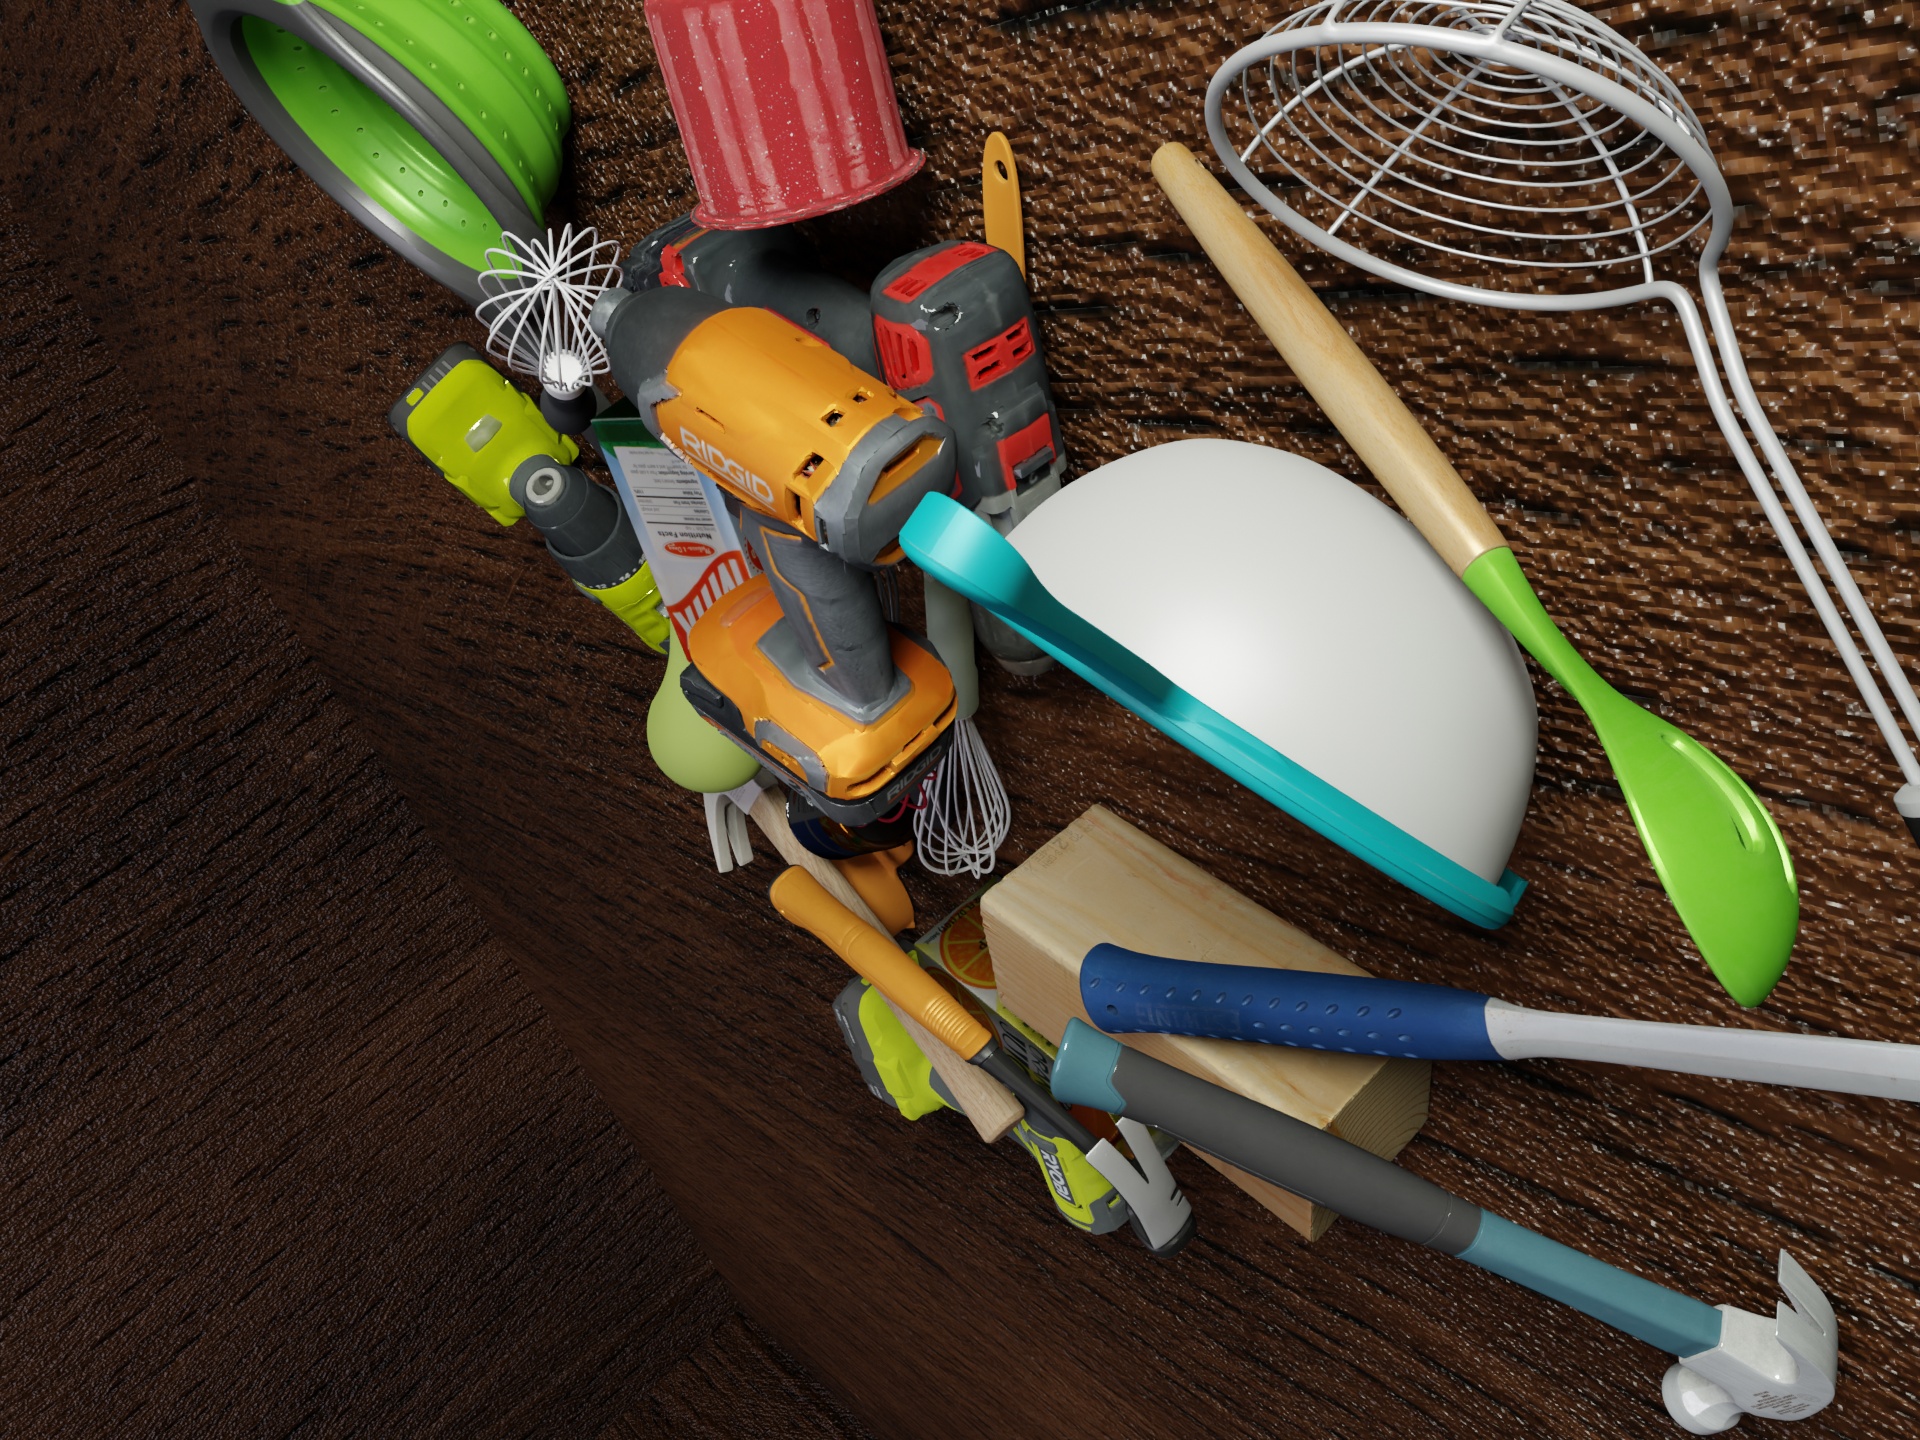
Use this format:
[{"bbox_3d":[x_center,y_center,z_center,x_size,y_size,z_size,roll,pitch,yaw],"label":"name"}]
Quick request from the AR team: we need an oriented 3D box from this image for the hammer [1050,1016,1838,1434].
[{"bbox_3d":[0.189,0.200,0.637,0.331,0.033,0.128,23,146,2],"label":"hammer"}]

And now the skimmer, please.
[{"bbox_3d":[0.187,-0.021,0.392,0.363,0.090,0.127,61,175,0],"label":"skimmer"}]

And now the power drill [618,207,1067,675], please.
[{"bbox_3d":[-0.039,-0.127,0.691,0.227,0.080,0.187,30,147,42],"label":"power drill"}]

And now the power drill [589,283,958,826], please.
[{"bbox_3d":[-0.076,-0.071,0.653,0.164,0.084,0.226,36,152,23],"label":"power drill"}]

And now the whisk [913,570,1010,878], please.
[{"bbox_3d":[-0.001,-0.003,0.842,0.058,0.059,0.246,54,157,41],"label":"whisk"}]

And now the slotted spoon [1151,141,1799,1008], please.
[{"bbox_3d":[0.131,-0.063,0.443,0.031,0.070,0.314,-43,58,25],"label":"slotted spoon"}]

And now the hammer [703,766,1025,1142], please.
[{"bbox_3d":[-0.070,0.139,1.057,0.331,0.031,0.130,51,132,20],"label":"hammer"}]

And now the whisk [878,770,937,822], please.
[{"bbox_3d":[-0.072,0.016,0.881,0.073,0.073,0.296,57,166,-11],"label":"whisk"}]

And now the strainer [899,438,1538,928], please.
[{"bbox_3d":[0.083,-0.039,0.458,0.211,0.095,0.340,36,-174,24],"label":"strainer"}]

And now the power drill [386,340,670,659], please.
[{"bbox_3d":[-0.259,-0.144,1.006,0.229,0.080,0.190,40,175,27],"label":"power drill"}]

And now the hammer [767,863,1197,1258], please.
[{"bbox_3d":[-0.007,0.170,0.902,0.337,0.034,0.127,33,160,40],"label":"hammer"}]

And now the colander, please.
[{"bbox_3d":[-0.239,-0.270,0.866,0.205,0.094,0.396,26,163,32],"label":"colander"}]

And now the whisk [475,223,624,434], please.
[{"bbox_3d":[-0.191,-0.172,0.760,0.070,0.070,0.284,55,169,-6],"label":"whisk"}]

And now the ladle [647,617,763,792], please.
[{"bbox_3d":[-0.156,-0.097,0.925,0.078,0.062,0.320,16,121,25],"label":"ladle"}]

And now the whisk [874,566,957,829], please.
[{"bbox_3d":[-0.039,-0.020,0.885,0.055,0.055,0.238,29,151,41],"label":"whisk"}]

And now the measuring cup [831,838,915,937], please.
[{"bbox_3d":[-0.071,0.113,1.101,0.095,0.052,0.173,50,157,5],"label":"measuring cup"}]

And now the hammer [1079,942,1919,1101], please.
[{"bbox_3d":[0.204,0.116,0.566,0.405,0.035,0.144,-4,122,48],"label":"hammer"}]

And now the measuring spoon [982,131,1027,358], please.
[{"bbox_3d":[0.022,-0.172,0.619,0.021,0.011,0.116,37,148,39],"label":"measuring spoon"}]

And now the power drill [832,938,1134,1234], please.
[{"bbox_3d":[0.018,0.242,1.099,0.223,0.080,0.171,20,140,44],"label":"power drill"}]
